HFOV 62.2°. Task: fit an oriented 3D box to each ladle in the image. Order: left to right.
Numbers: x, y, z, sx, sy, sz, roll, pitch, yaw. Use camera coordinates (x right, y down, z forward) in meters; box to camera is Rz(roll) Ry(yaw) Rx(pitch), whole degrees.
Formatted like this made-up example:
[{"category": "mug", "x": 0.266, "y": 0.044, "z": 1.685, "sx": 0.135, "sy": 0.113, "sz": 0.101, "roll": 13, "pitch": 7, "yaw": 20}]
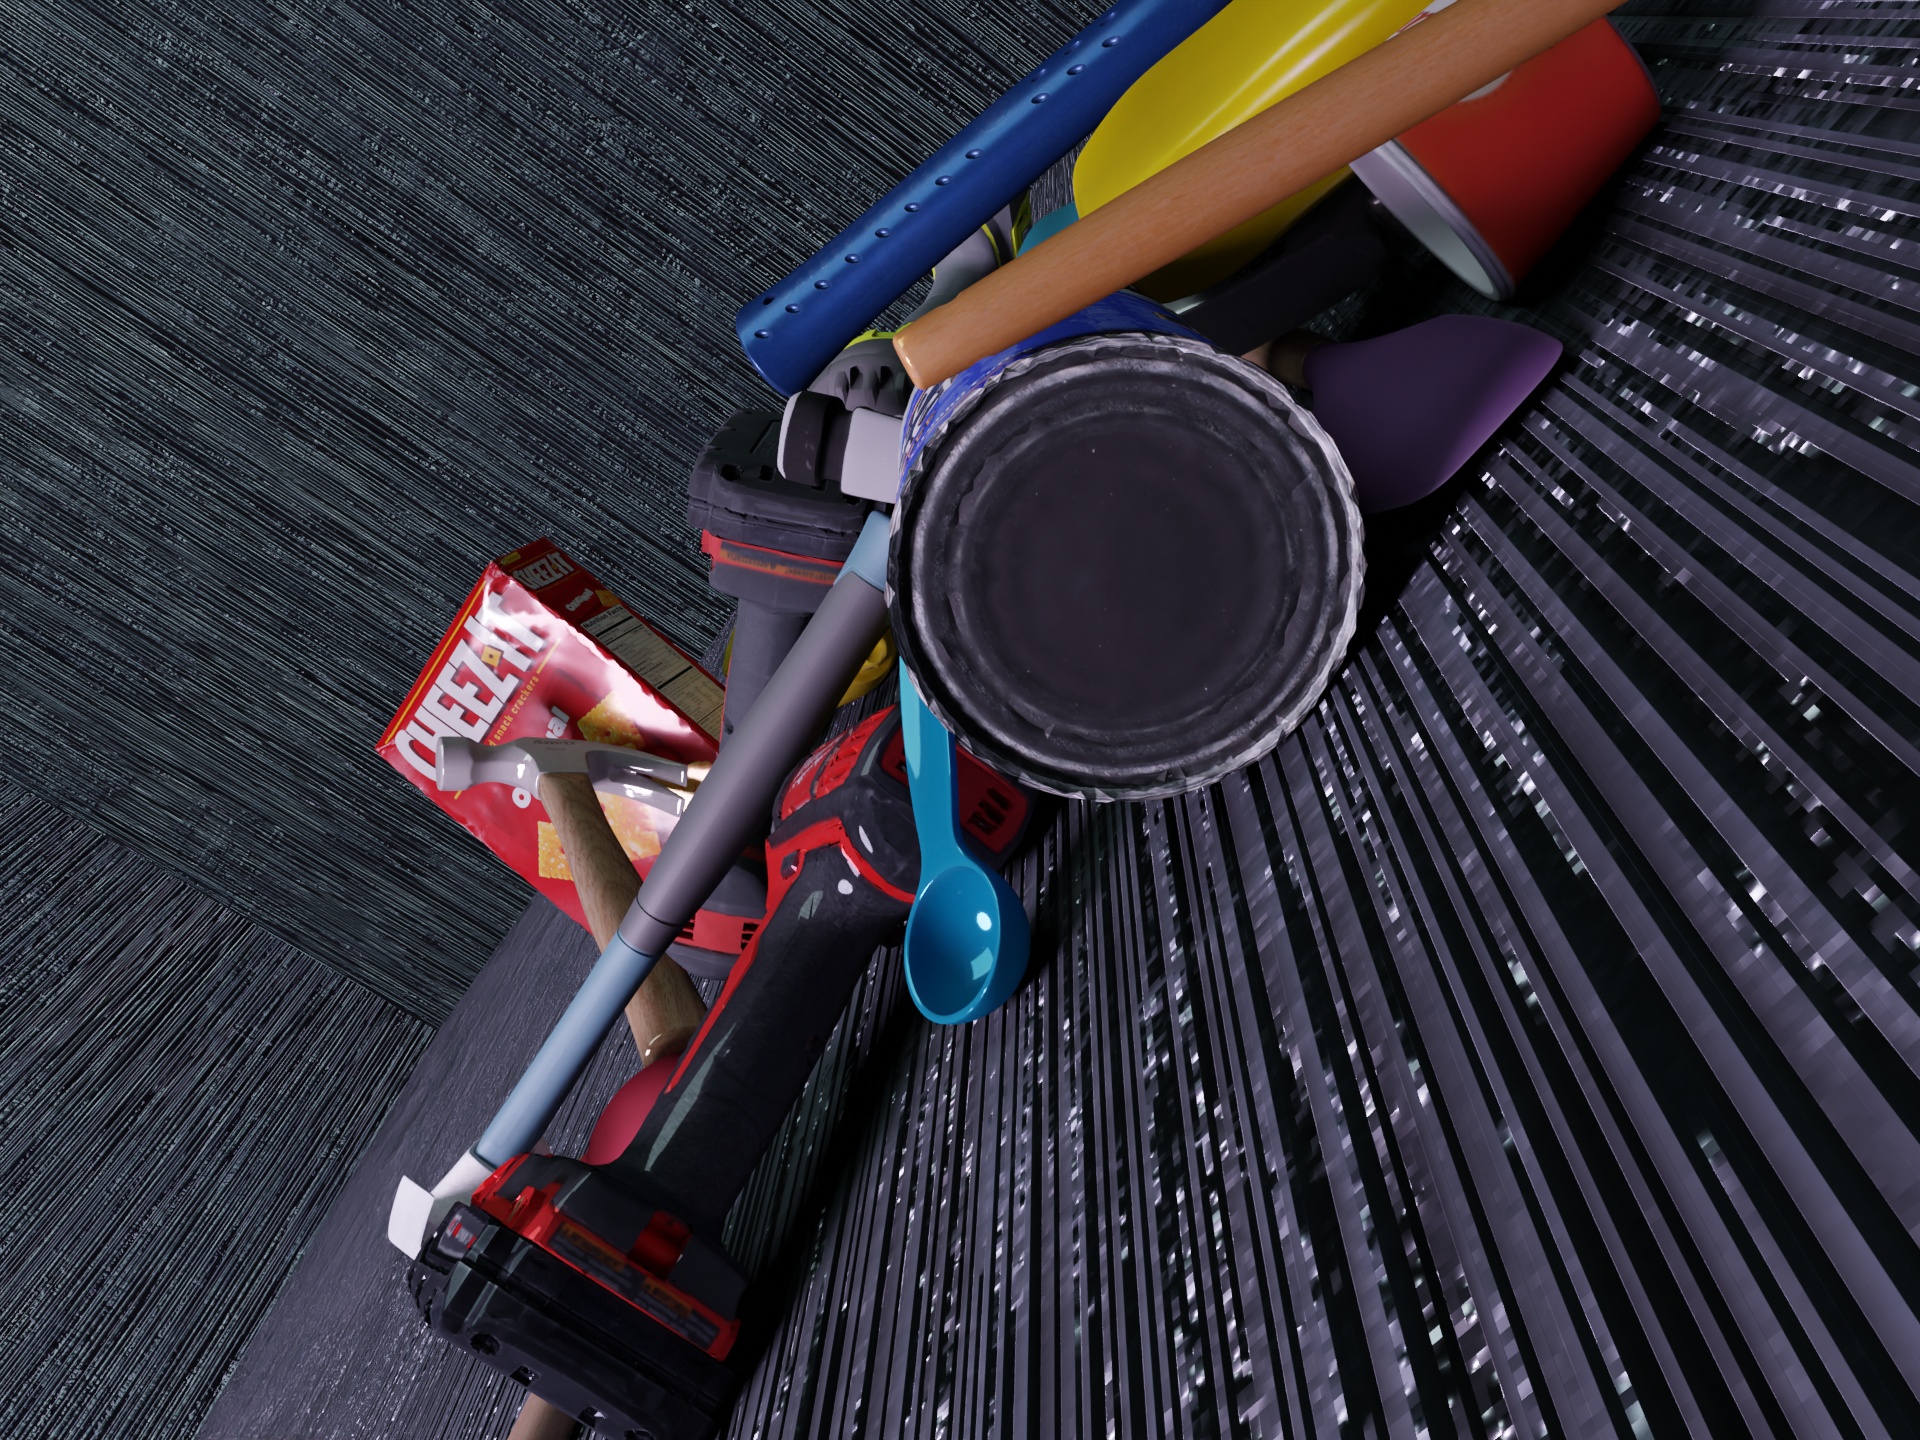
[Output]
[{"category": "ladle", "x": -0.162, "y": 0.200, "z": 0.685, "sx": 0.069, "sy": 0.031, "sz": 0.315, "roll": -29, "pitch": -12, "yaw": -39}]

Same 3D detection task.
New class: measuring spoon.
[{"category": "measuring spoon", "x": 0.001, "y": 0.020, "z": 0.430, "sx": 0.042, "sy": 0.021, "sz": 0.129, "roll": -38, "pitch": 48, "yaw": 43}]

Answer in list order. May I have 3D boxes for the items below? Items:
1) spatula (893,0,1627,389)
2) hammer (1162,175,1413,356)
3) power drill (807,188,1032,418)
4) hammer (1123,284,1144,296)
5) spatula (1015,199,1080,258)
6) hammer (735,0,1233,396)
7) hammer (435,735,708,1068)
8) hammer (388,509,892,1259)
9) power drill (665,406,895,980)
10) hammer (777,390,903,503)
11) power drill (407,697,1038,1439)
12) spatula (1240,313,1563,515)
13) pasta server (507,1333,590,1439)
[{"category": "spatula", "x": 0.125, "y": -0.159, "z": 0.320, "sx": 0.322, "sy": 0.041, "sz": 0.081, "roll": -29, "pitch": 13, "yaw": 1}, {"category": "hammer", "x": 0.105, "y": -0.278, "z": 0.556, "sx": 0.149, "sy": 0.036, "sz": 0.359, "roll": -21, "pitch": 52, "yaw": 40}, {"category": "power drill", "x": -0.003, "y": -0.182, "z": 0.863, "sx": 0.223, "sy": 0.080, "sz": 0.171, "roll": -68, "pitch": -24, "yaw": -43}, {"category": "hammer", "x": 0.082, "y": -0.234, "z": 0.774, "sx": 0.335, "sy": 0.035, "sz": 0.146, "roll": -83, "pitch": 4, "yaw": -78}, {"category": "spatula", "x": 0.046, "y": -0.180, "z": 0.715, "sx": 0.317, "sy": 0.044, "sz": 0.082, "roll": -61, "pitch": -21, "yaw": -78}, {"category": "hammer", "x": 0.087, "y": -0.238, "z": 0.486, "sx": 0.405, "sy": 0.035, "sz": 0.144, "roll": -34, "pitch": 46, "yaw": 23}, {"category": "hammer", "x": -0.172, "y": 0.078, "z": 0.783, "sx": 0.332, "sy": 0.130, "sz": 0.031, "roll": -138, "pitch": 53, "yaw": -58}, {"category": "hammer", "x": -0.108, "y": 0.067, "z": 0.580, "sx": 0.331, "sy": 0.033, "sz": 0.128, "roll": -56, "pitch": -1, "yaw": 9}, {"category": "power drill", "x": -0.082, "y": -0.019, "z": 0.714, "sx": 0.188, "sy": 0.080, "sz": 0.226, "roll": -86, "pitch": 7, "yaw": -68}, {"category": "hammer", "x": 0.030, "y": -0.126, "z": 0.677, "sx": 0.337, "sy": 0.127, "sz": 0.034, "roll": -57, "pitch": -19, "yaw": -70}, {"category": "power drill", "x": -0.067, "y": 0.096, "z": 0.483, "sx": 0.220, "sy": 0.078, "sz": 0.143, "roll": -57, "pitch": 12, "yaw": -22}, {"category": "spatula", "x": 0.103, "y": -0.108, "z": 0.484, "sx": 0.060, "sy": 0.018, "sz": 0.316, "roll": -48, "pitch": 14, "yaw": 13}, {"category": "pasta server", "x": -0.158, "y": 0.264, "z": 0.476, "sx": 0.060, "sy": 0.040, "sz": 0.316, "roll": -30, "pitch": 25, "yaw": 39}]
